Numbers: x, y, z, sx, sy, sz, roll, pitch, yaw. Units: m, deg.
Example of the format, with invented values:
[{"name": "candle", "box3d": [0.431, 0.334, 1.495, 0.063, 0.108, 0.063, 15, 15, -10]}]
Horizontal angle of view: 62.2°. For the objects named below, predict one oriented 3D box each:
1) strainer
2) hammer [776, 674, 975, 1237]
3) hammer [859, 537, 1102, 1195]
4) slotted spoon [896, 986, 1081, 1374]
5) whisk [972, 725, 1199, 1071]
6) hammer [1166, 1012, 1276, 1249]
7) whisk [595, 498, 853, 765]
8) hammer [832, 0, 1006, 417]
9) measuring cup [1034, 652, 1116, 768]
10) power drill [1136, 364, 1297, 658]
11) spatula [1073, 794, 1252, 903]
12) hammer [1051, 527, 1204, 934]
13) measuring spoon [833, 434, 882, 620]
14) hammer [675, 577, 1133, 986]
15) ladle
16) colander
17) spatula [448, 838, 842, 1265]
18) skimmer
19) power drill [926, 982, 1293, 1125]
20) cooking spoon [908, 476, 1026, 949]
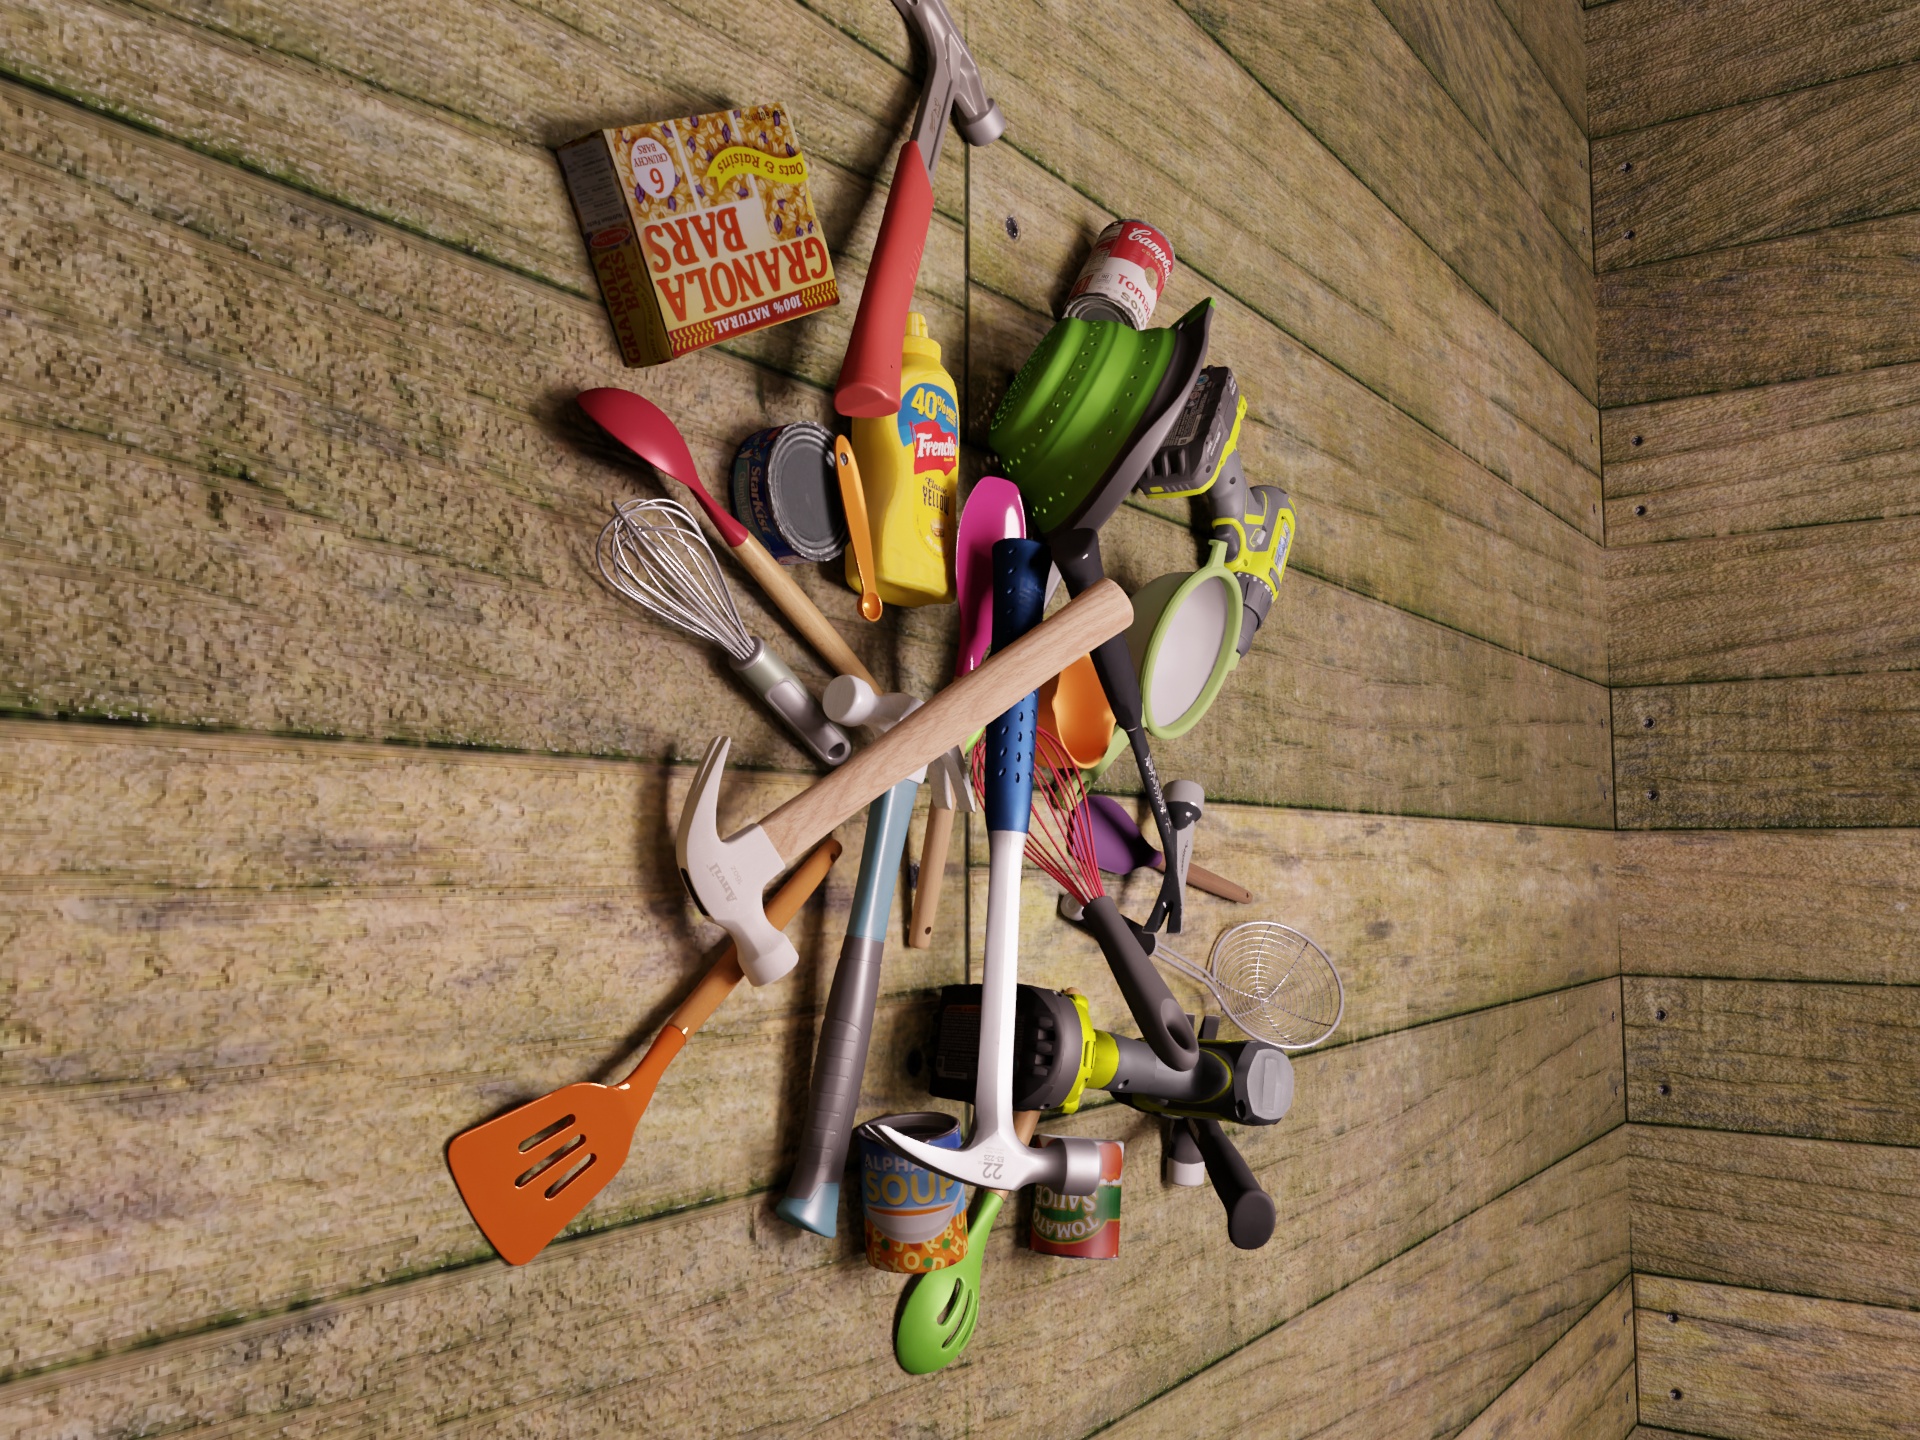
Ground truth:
[{"name": "strainer", "box3d": [0.137, -0.029, 1.298, 0.256, 0.069, 0.151, -48, 144, -25]}, {"name": "hammer", "box3d": [-0.062, 0.147, 0.975, 0.128, 0.033, 0.331, 21, 77, -48]}, {"name": "hammer", "box3d": [0.023, 0.080, 0.984, 0.144, 0.035, 0.406, 9, 72, -18]}, {"name": "slotted spoon", "box3d": [0.032, 0.317, 1.135, 0.070, 0.031, 0.314, 59, 42, -32]}, {"name": "whisk", "box3d": [0.083, 0.111, 1.079, 0.073, 0.073, 0.296, 27, 28, -51]}, {"name": "hammer", "box3d": [0.194, 0.319, 1.201, 0.335, 0.035, 0.146, 13, 81, -89]}, {"name": "whisk", "box3d": [-0.128, -0.044, 0.921, 0.058, 0.059, 0.246, -40, 136, -1]}, {"name": "hammer", "box3d": [-0.038, -0.343, 1.045, 0.149, 0.037, 0.359, 48, 42, -43]}, {"name": "measuring cup", "box3d": [0.073, -0.049, 1.206, 0.095, 0.052, 0.174, 10, 77, -55]}, {"name": "power drill", "box3d": [0.231, -0.183, 1.427, 0.228, 0.080, 0.191, 55, 45, -41]}, {"name": "spatula", "box3d": [0.180, 0.122, 1.374, 0.315, 0.018, 0.060, 26, 65, -51]}, {"name": "hammer", "box3d": [0.125, 0.008, 1.163, 0.408, 0.036, 0.149, 65, 30, -50]}, {"name": "measuring spoon", "box3d": [-0.067, -0.119, 0.987, 0.021, 0.011, 0.117, -15, 96, -54]}, {"name": "hammer", "box3d": [-0.024, 0.008, 0.942, 0.331, 0.031, 0.130, -36, 104, -24]}, {"name": "ladle", "box3d": [-0.118, -0.091, 0.942, 0.031, 0.069, 0.315, -39, 137, 0]}, {"name": "colander", "box3d": [0.048, -0.155, 1.141, 0.094, 0.204, 0.397, 31, 75, -12]}, {"name": "spatula", "box3d": [-0.153, 0.159, 0.886, 0.323, 0.041, 0.081, -50, 126, -50]}, {"name": "skimmer", "box3d": [0.212, 0.193, 1.350, 0.362, 0.090, 0.127, 33, 38, -48]}, {"name": "power drill", "box3d": [0.094, 0.238, 1.101, 0.223, 0.171, 0.080, 18, 73, -34]}, {"name": "cooking spoon", "box3d": [-0.002, -0.003, 1.062, 0.068, 0.017, 0.319, 6, 95, -48]}]
